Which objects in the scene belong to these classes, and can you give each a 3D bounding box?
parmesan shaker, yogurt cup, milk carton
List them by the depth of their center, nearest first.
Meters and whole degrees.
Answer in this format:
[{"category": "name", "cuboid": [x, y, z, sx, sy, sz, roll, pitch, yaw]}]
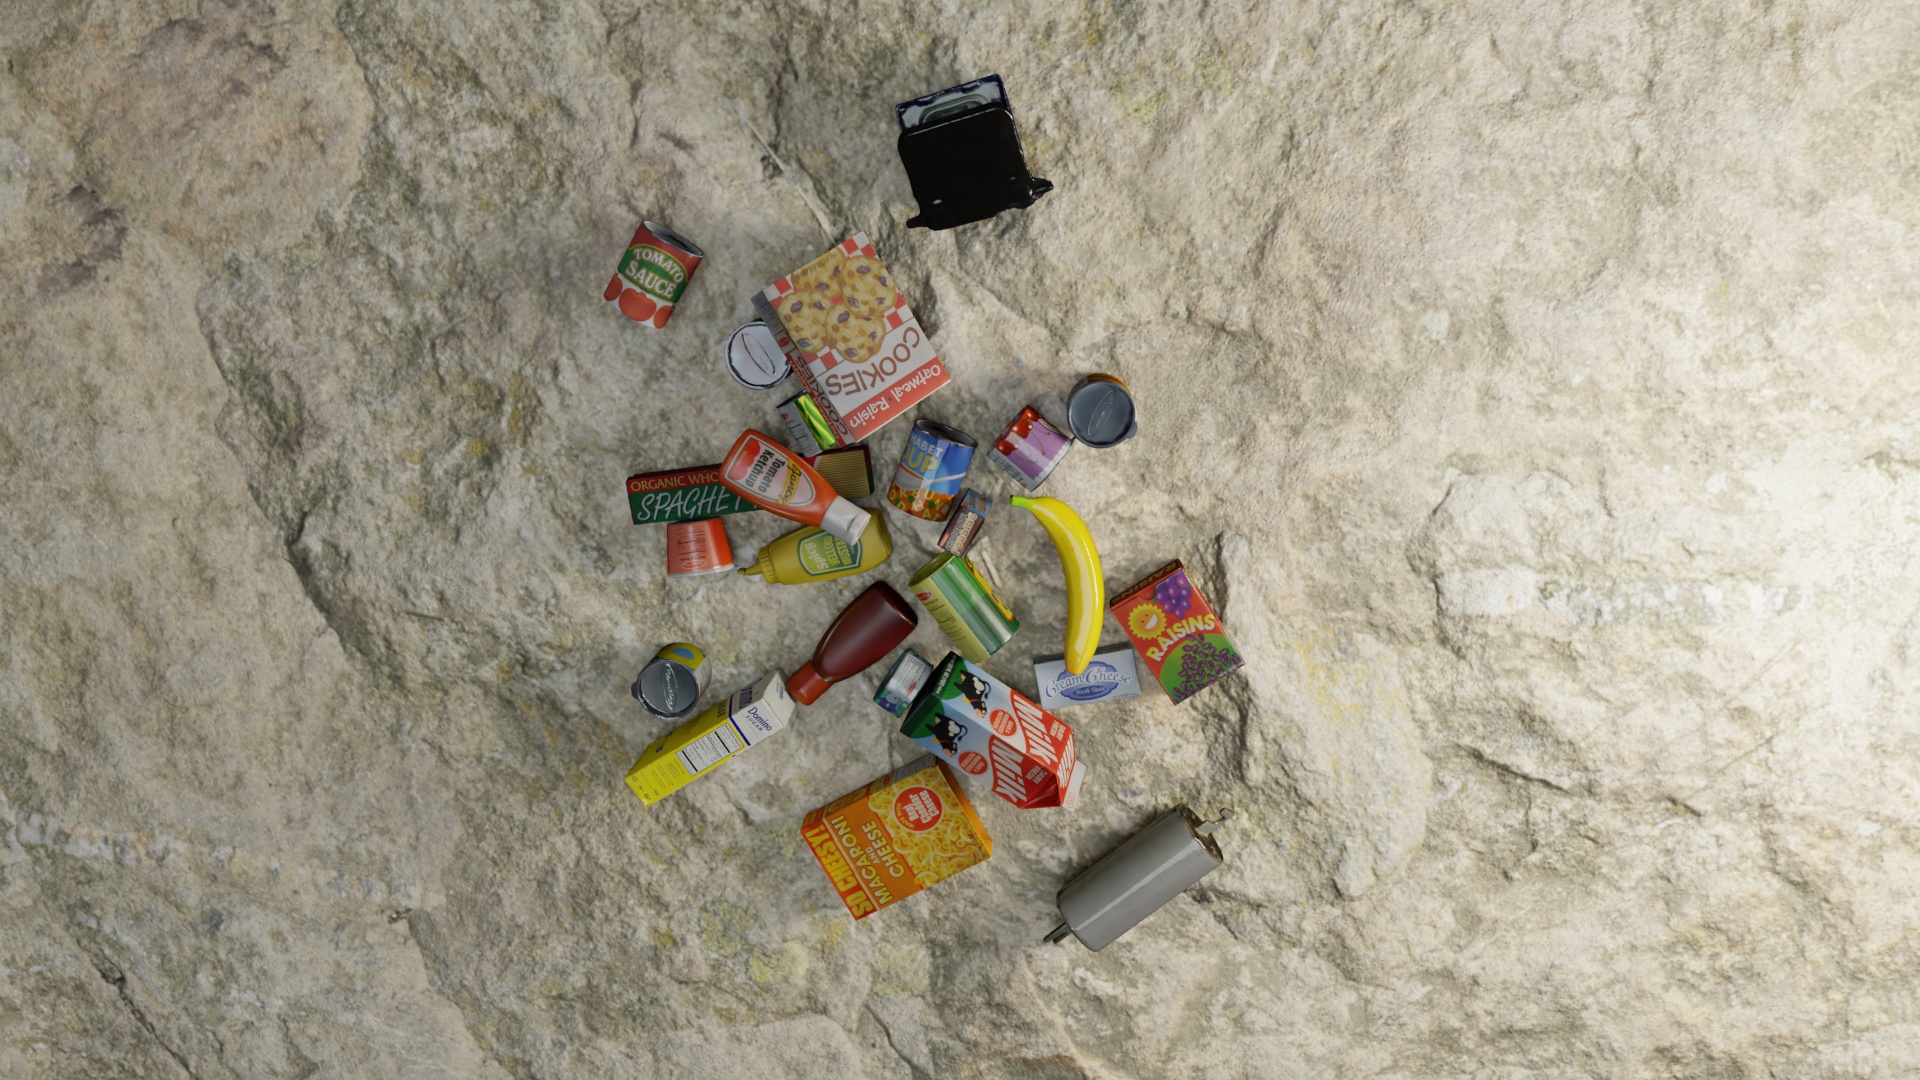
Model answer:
[{"category": "parmesan shaker", "cuboid": [0.003, 0.065, 1.402, 0.071, 0.071, 0.103, -36, 100, 12]}, {"category": "yogurt cup", "cuboid": [-0.266, 0.006, 1.404, 0.072, 0.072, 0.054, -7, 96, 6]}, {"category": "milk carton", "cuboid": [0.043, 0.204, 1.418, 0.190, 0.073, 0.073, 33, 128, -5]}]

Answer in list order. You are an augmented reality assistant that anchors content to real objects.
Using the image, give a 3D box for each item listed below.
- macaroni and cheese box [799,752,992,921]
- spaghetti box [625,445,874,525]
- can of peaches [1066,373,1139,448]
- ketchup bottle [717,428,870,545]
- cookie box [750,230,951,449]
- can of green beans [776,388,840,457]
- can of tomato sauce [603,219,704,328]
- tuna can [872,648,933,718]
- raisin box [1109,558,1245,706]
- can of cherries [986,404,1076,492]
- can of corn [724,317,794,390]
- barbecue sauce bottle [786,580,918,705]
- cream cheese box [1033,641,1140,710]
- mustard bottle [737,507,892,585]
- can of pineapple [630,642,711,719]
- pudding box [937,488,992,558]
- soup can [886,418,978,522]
[{"category": "macaroni and cheese box", "cuboid": [-0.067, 0.315, 1.481, 0.166, 0.040, 0.123, -27, 101, 9]}, {"category": "spaghetti box", "cuboid": [-0.214, -0.055, 1.403, 0.250, 0.029, 0.050, -7, 103, 5]}, {"category": "can of peaches", "cuboid": [0.138, -0.125, 1.347, 0.071, 0.058, 0.071, 1, 104, 3]}, {"category": "ketchup bottle", "cuboid": [-0.160, -0.047, 1.356, 0.149, 0.043, 0.065, 31, 83, 3]}, {"category": "cookie box", "cuboid": [-0.103, -0.190, 1.325, 0.123, 0.040, 0.167, -36, 101, -25]}, {"category": "can of green beans", "cuboid": [-0.138, -0.122, 1.361, 0.071, 0.071, 0.057, -28, 102, 10]}, {"category": "can of tomato sauce", "cuboid": [-0.296, -0.255, 1.336, 0.071, 0.071, 0.083, 31, 105, -4]}, {"category": "tuna can", "cuboid": [-0.060, 0.147, 1.426, 0.033, 0.071, 0.071, 35, 104, -4]}, {"category": "raisin box", "cuboid": [0.219, 0.093, 1.406, 0.086, 0.040, 0.123, -32, 99, 12]}, {"category": "can of cherries", "cuboid": [0.069, -0.092, 1.357, 0.058, 0.072, 0.071, 39, 104, -5]}, {"category": "can of corn", "cuboid": [-0.189, -0.185, 1.353, 0.071, 0.058, 0.071, 1, 104, 4]}, {"category": "barbecue sauce bottle", "cuboid": [-0.116, 0.111, 1.431, 0.148, 0.044, 0.065, -42, 98, 13]}, {"category": "cream cheese box", "cuboid": [0.130, 0.140, 1.432, 0.104, 0.024, 0.053, -10, 102, 6]}, {"category": "mustard bottle", "cuboid": [-0.151, 0.014, 1.405, 0.160, 0.049, 0.065, -17, 97, 8]}, {"category": "can of pineapple", "cuboid": [-0.299, 0.145, 1.444, 0.071, 0.058, 0.070, 1, 104, 4]}, {"category": "pudding box", "cuboid": [0.005, -0.017, 1.370, 0.030, 0.084, 0.049, 30, 105, -1]}, {"category": "soup can", "cuboid": [-0.031, -0.069, 1.366, 0.071, 0.071, 0.083, 22, 105, -2]}]
